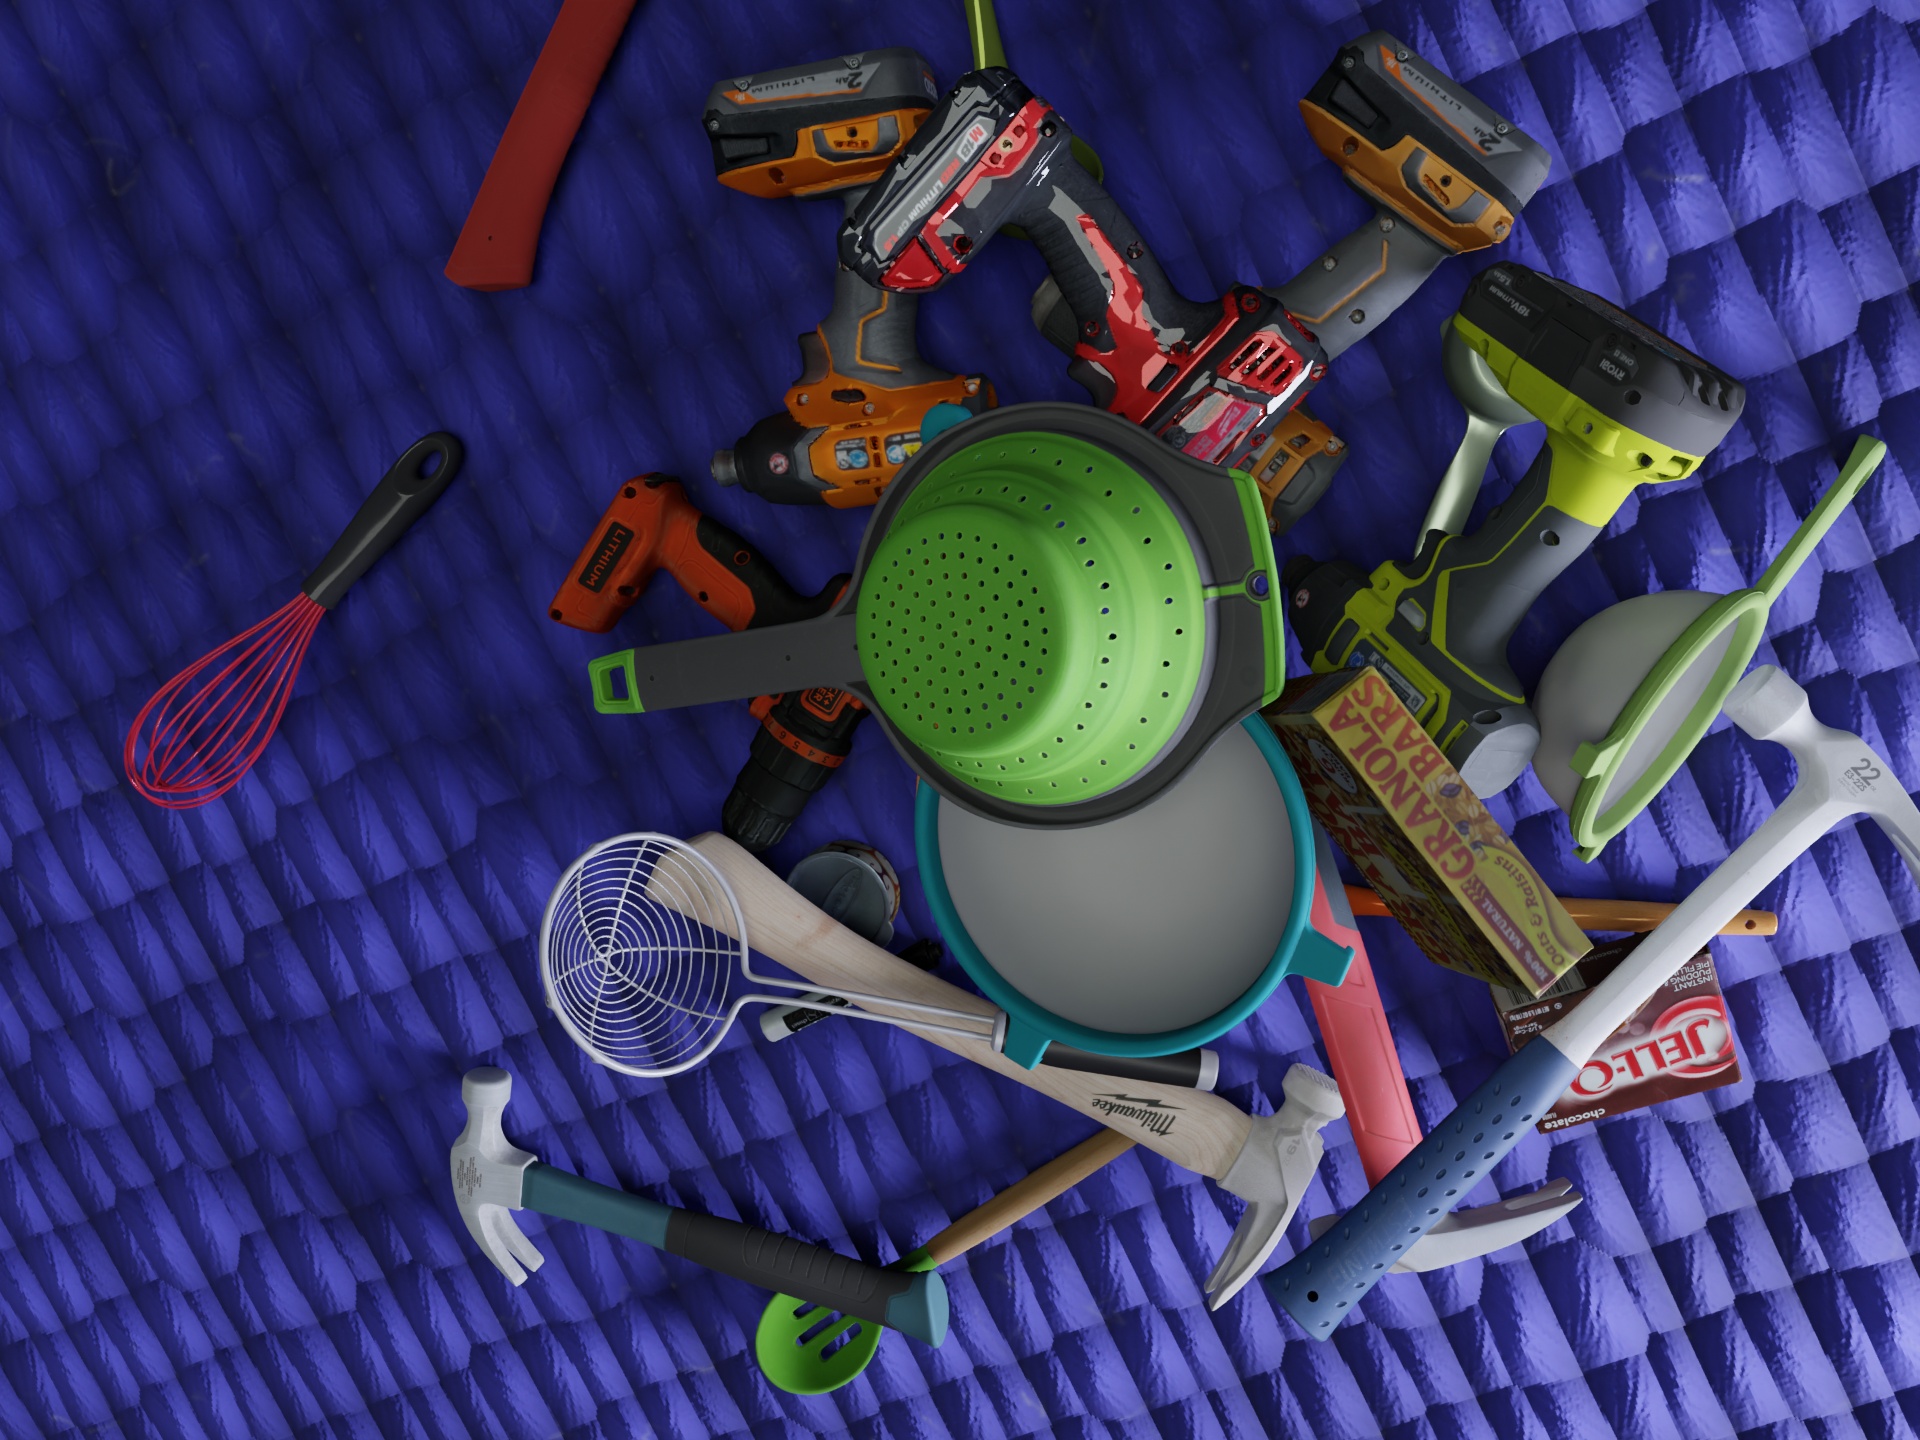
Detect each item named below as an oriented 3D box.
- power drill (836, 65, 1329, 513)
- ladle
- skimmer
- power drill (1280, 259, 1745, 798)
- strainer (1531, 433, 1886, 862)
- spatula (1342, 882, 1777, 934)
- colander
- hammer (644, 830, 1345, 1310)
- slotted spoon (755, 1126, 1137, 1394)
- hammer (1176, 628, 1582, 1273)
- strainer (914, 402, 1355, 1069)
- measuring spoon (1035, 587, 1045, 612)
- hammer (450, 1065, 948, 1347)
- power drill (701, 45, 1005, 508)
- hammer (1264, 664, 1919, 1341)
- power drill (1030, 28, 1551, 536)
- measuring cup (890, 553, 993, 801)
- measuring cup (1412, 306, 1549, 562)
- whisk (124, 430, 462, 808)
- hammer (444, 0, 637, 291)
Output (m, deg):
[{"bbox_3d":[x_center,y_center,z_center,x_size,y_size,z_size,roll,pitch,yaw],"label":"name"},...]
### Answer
[{"bbox_3d":[0.054,-0.194,0.770,0.219,0.079,0.143,40,111,-8],"label":"power drill"},{"bbox_3d":[0.007,-0.407,0.825,0.078,0.062,0.320,-15,94,-19],"label":"ladle"},{"bbox_3d":[-0.036,0.147,0.839,0.363,0.090,0.127,11,65,-2],"label":"skimmer"},{"bbox_3d":[0.251,-0.097,0.775,0.171,0.080,0.223,55,129,42],"label":"power drill"},{"bbox_3d":[0.367,-0.055,0.810,0.069,0.151,0.256,37,85,30],"label":"strainer"},{"bbox_3d":[0.278,0.106,0.873,0.322,0.041,0.081,2,95,9],"label":"spatula"},{"bbox_3d":[-0.050,-0.035,0.766,0.397,0.094,0.204,-7,94,30],"label":"colander"},{"bbox_3d":[0.007,0.184,0.905,0.410,0.038,0.146,27,95,-2],"label":"hammer"},{"bbox_3d":[0.006,0.312,0.964,0.313,0.031,0.070,-36,82,12],"label":"slotted spoon"},{"bbox_3d":[0.207,0.103,0.850,0.143,0.038,0.386,-18,92,4],"label":"hammer"},{"bbox_3d":[0.066,-0.003,0.817,0.211,0.095,0.340,-23,86,30],"label":"strainer"},{"bbox_3d":[0.045,-0.073,0.897,0.021,0.011,0.117,-41,91,14],"label":"measuring spoon"},{"bbox_3d":[-0.164,0.314,0.974,0.331,0.033,0.128,12,103,15],"label":"hammer"},{"bbox_3d":[-0.071,-0.227,0.857,0.164,0.084,0.226,-7,103,11],"label":"power drill"},{"bbox_3d":[0.317,0.165,0.807,0.144,0.035,0.405,45,95,8],"label":"hammer"},{"bbox_3d":[0.162,-0.235,0.817,0.185,0.084,0.226,38,108,3],"label":"power drill"},{"bbox_3d":[-0.001,-0.003,0.874,0.095,0.052,0.173,-1,102,-27],"label":"measuring cup"},{"bbox_3d":[0.274,-0.150,0.829,0.083,0.038,0.167,21,101,6],"label":"measuring cup"},{"bbox_3d":[-0.398,-0.060,0.958,0.073,0.073,0.296,43,97,0],"label":"whisk"},{"bbox_3d":[-0.202,-0.404,0.871,0.149,0.037,0.359,31,103,4],"label":"hammer"}]
